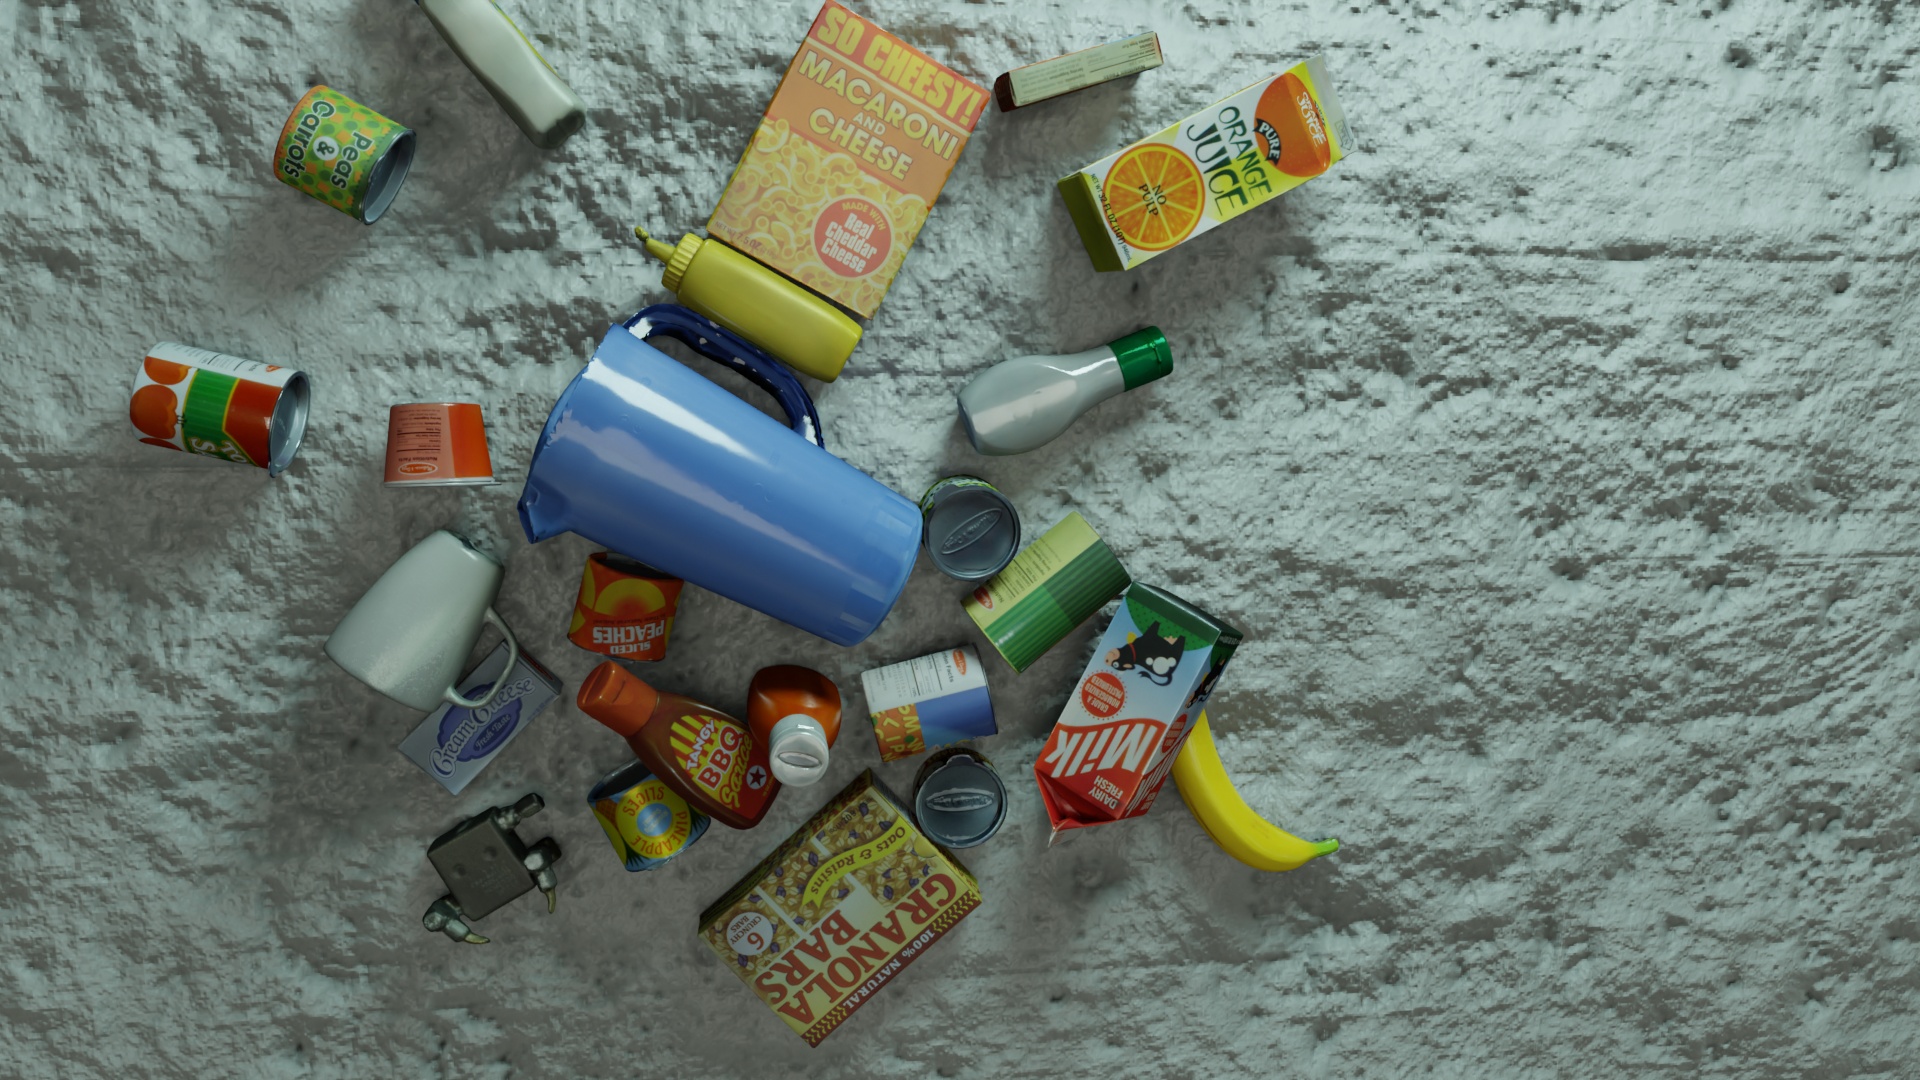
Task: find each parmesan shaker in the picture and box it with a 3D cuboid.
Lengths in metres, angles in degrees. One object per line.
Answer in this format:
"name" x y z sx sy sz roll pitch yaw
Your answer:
"parmesan shaker" 0.061 0.038 0.966 0.103 0.071 0.071 -38 103 0

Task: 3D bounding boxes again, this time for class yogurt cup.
"yogurt cup" -0.338 -0.061 0.897 0.072 0.072 0.054 -2 92 -8

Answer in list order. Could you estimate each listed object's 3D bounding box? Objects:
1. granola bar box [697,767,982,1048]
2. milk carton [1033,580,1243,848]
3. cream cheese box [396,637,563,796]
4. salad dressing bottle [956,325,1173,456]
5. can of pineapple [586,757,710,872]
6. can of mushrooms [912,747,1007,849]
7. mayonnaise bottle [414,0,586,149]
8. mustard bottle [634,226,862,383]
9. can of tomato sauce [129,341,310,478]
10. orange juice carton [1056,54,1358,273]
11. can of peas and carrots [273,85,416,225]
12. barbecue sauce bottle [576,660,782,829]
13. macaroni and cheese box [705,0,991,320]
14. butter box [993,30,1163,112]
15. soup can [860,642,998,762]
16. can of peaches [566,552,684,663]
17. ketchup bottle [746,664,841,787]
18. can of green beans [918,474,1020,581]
"granola bar box" -0.086 0.266 1.001 0.165 0.039 0.124 -41 103 1
"milk carton" 0.116 0.130 0.976 0.073 0.072 0.190 30 96 24
"cream cheese box" -0.327 0.120 0.949 0.104 0.024 0.053 -45 102 1
"salad dressing bottle" 0.073 -0.105 0.958 0.148 0.044 0.064 -21 100 -5
"can of pineapple" -0.214 0.185 0.954 0.071 0.071 0.057 -27 102 -3
"can of mushrooms" -0.001 0.183 1.002 0.071 0.033 0.071 -1 100 -7
"mayonnaise bottle" -0.296 -0.313 0.860 0.041 0.065 0.148 -40 99 -3
"mustard bottle" -0.143 -0.159 0.909 0.160 0.065 0.048 29 98 -7
"can of tomato sauce" -0.464 -0.082 0.873 0.083 0.071 0.071 13 98 -9
"orange juice carton" 0.170 -0.253 0.930 0.193 0.073 0.071 -27 102 -3
"can of peas and carrots" -0.380 -0.237 0.856 0.059 0.071 0.071 27 96 -11
"barbecue sauce bottle" -0.185 0.132 0.921 0.148 0.043 0.065 40 61 -31
"macaroni and cheese box" -0.074 -0.248 0.913 0.124 0.040 0.166 28 95 -11
"butter box" 0.077 -0.309 0.917 0.103 0.053 0.024 -17 105 -4
"soup can" -0.021 0.116 0.972 0.084 0.071 0.071 -14 102 -5
"can of peaches" -0.222 0.045 0.927 0.071 0.071 0.058 15 97 -10
"ketchup bottle" -0.109 0.121 0.917 0.065 0.149 0.043 12 97 -10
"can of green beans" 0.004 -0.010 0.956 0.071 0.058 0.071 -1 100 -8
